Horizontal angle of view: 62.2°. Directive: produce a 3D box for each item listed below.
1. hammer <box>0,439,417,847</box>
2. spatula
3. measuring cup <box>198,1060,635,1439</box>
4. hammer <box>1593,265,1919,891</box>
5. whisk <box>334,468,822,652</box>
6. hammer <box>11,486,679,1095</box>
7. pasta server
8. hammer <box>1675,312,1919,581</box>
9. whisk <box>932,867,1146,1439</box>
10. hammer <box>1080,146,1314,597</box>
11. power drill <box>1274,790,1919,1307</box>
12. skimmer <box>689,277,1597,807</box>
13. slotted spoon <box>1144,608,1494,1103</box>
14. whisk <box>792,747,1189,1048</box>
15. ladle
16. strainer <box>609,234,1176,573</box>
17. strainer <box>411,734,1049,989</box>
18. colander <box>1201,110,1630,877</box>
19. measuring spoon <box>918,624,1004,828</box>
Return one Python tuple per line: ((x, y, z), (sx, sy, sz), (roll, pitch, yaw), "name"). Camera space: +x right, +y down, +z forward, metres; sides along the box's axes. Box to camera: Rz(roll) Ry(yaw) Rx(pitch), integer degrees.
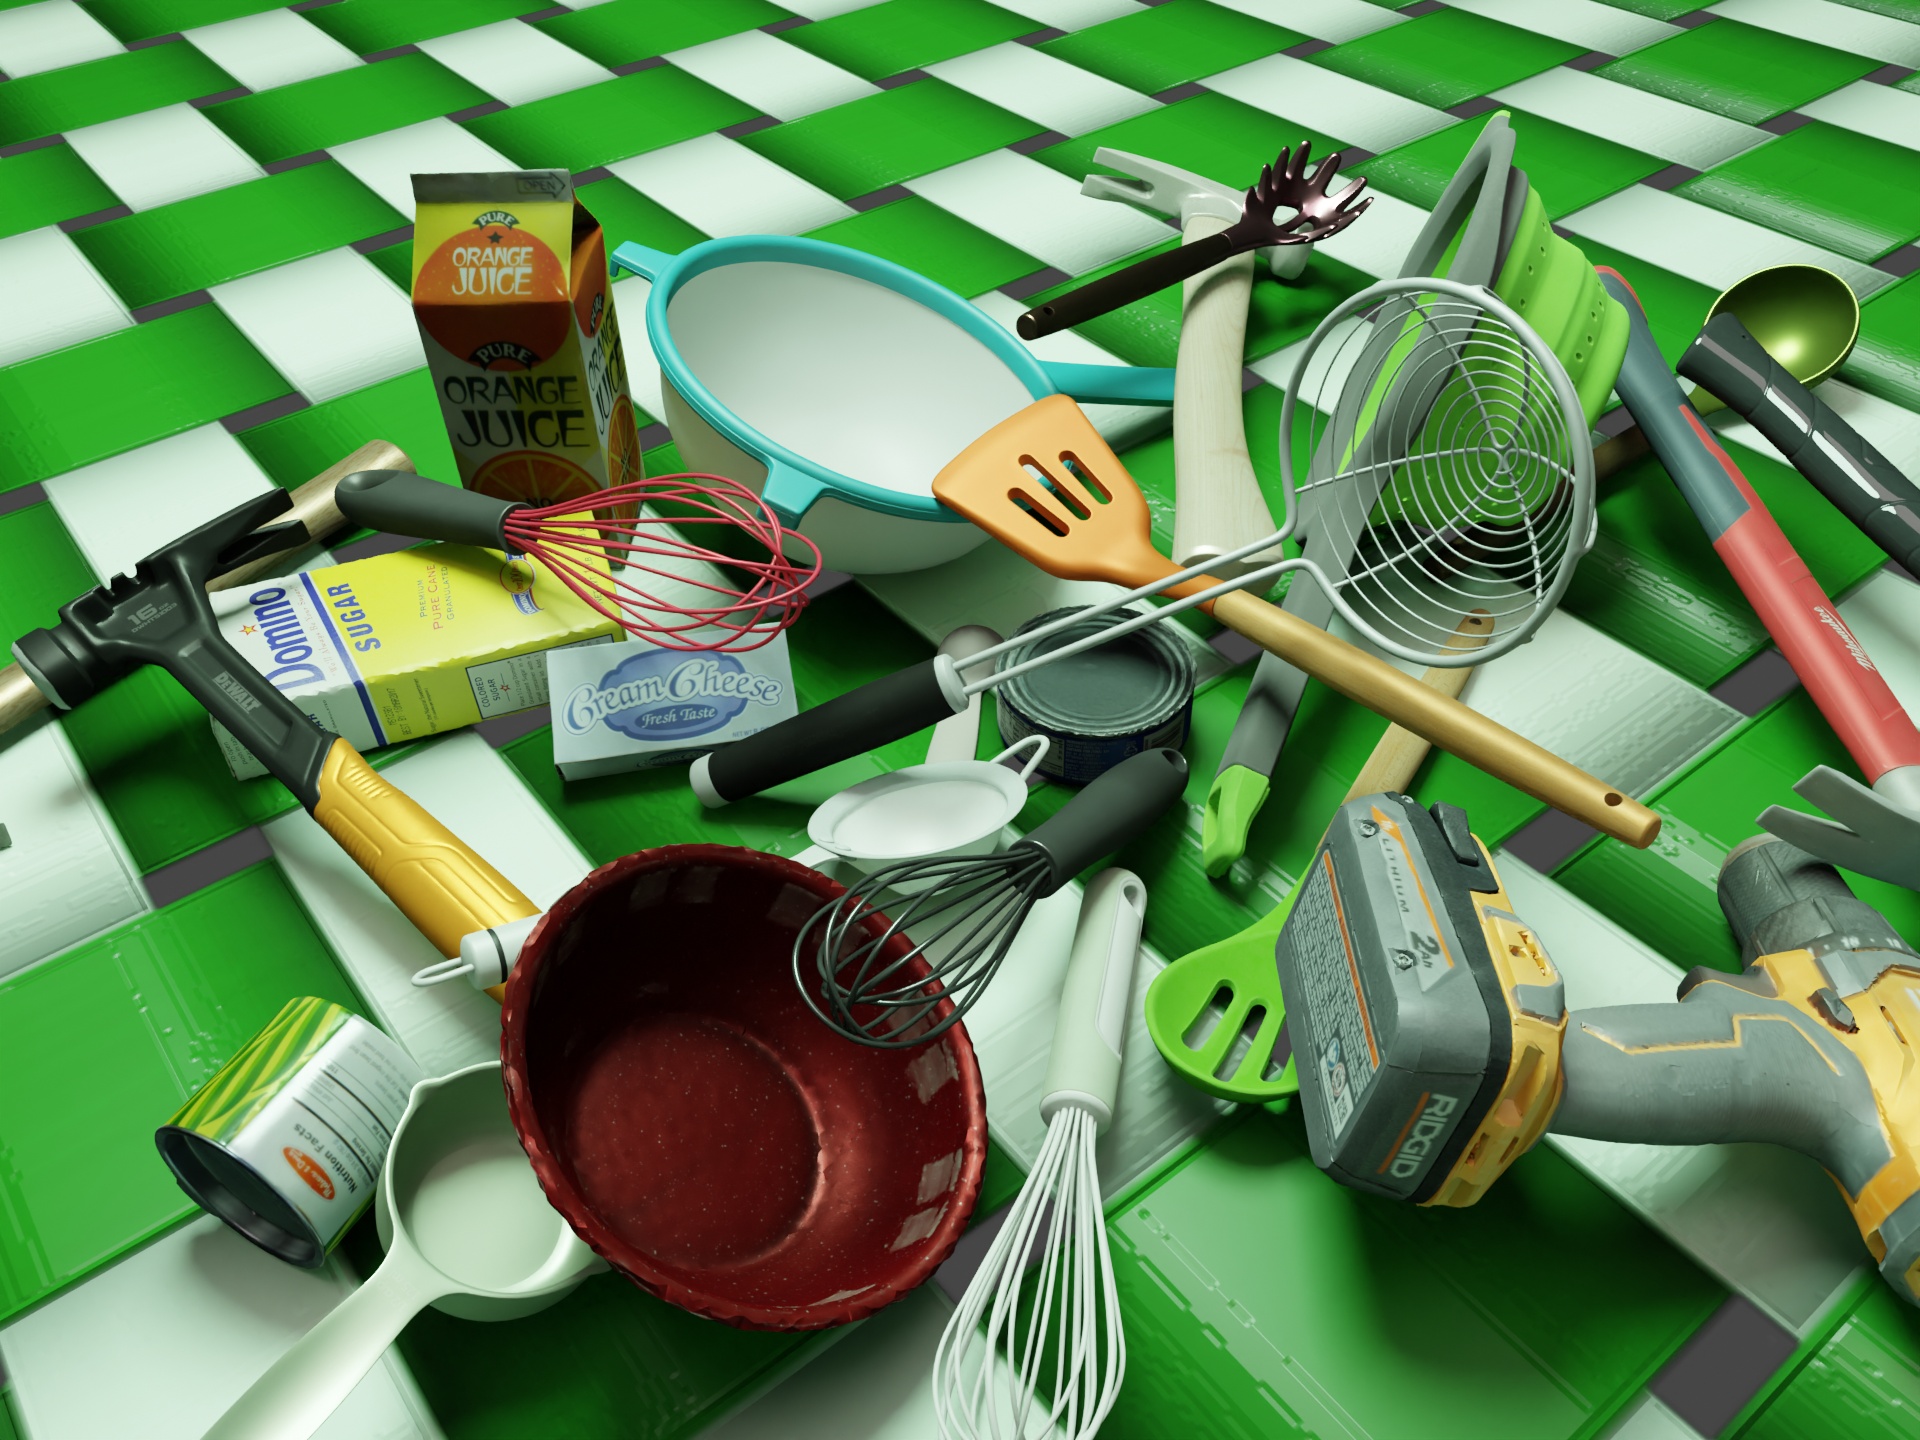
((-0.387, -0.043, 0.740), (0.130, 0.031, 0.331), (23, 48, 25), "hammer")
((0.117, -0.041, 0.603), (0.081, 0.041, 0.323), (-38, 47, -19), "spatula")
((-0.167, 0.172, 0.468), (0.083, 0.038, 0.168), (40, 45, 4), "measuring cup")
((0.331, -0.088, 0.696), (0.143, 0.038, 0.387), (14, 43, -22), "hammer")
((-0.176, -0.079, 0.681), (0.296, 0.073, 0.073), (14, 43, 34), "whisk")
((-0.222, 0.031, 0.612), (0.337, 0.034, 0.127), (37, 62, 24), "hammer")
((0.129, -0.254, 0.852), (0.060, 0.040, 0.316), (46, 46, 11), "pasta server")
((0.433, -0.035, 0.637), (0.149, 0.036, 0.409), (-10, 52, -25), "hammer")
((0.037, 0.135, 0.520), (0.059, 0.057, 0.246), (-23, 29, 29), "whisk")
((0.124, -0.195, 0.840), (0.146, 0.038, 0.411), (18, 40, -6), "hammer")
((0.224, 0.088, 0.521), (0.226, 0.084, 0.186), (12, 35, -6), "power drill")
((0.038, -0.035, 0.568), (0.363, 0.127, 0.090), (-22, -5, 22), "skimmer")
((0.160, 0.041, 0.633), (0.070, 0.031, 0.314), (21, 45, 23), "slotted spoon")
((0.024, 0.051, 0.566), (0.055, 0.055, 0.239), (24, 28, 26), "whisk")
((0.350, -0.154, 0.820), (0.320, 0.062, 0.078), (-30, 49, -24), "ladle")
((-0.007, -0.143, 0.808), (0.340, 0.095, 0.211), (-7, 51, -37), "strainer")
((-0.071, 0.058, 0.582), (0.258, 0.050, 0.087), (-15, 19, -31), "strainer")
((0.208, -0.090, 0.700), (0.094, 0.204, 0.397), (25, 64, 2), "colander")
((-0.001, -0.002, 0.691), (0.034, 0.018, 0.124), (5, 43, 7), "measuring spoon")
